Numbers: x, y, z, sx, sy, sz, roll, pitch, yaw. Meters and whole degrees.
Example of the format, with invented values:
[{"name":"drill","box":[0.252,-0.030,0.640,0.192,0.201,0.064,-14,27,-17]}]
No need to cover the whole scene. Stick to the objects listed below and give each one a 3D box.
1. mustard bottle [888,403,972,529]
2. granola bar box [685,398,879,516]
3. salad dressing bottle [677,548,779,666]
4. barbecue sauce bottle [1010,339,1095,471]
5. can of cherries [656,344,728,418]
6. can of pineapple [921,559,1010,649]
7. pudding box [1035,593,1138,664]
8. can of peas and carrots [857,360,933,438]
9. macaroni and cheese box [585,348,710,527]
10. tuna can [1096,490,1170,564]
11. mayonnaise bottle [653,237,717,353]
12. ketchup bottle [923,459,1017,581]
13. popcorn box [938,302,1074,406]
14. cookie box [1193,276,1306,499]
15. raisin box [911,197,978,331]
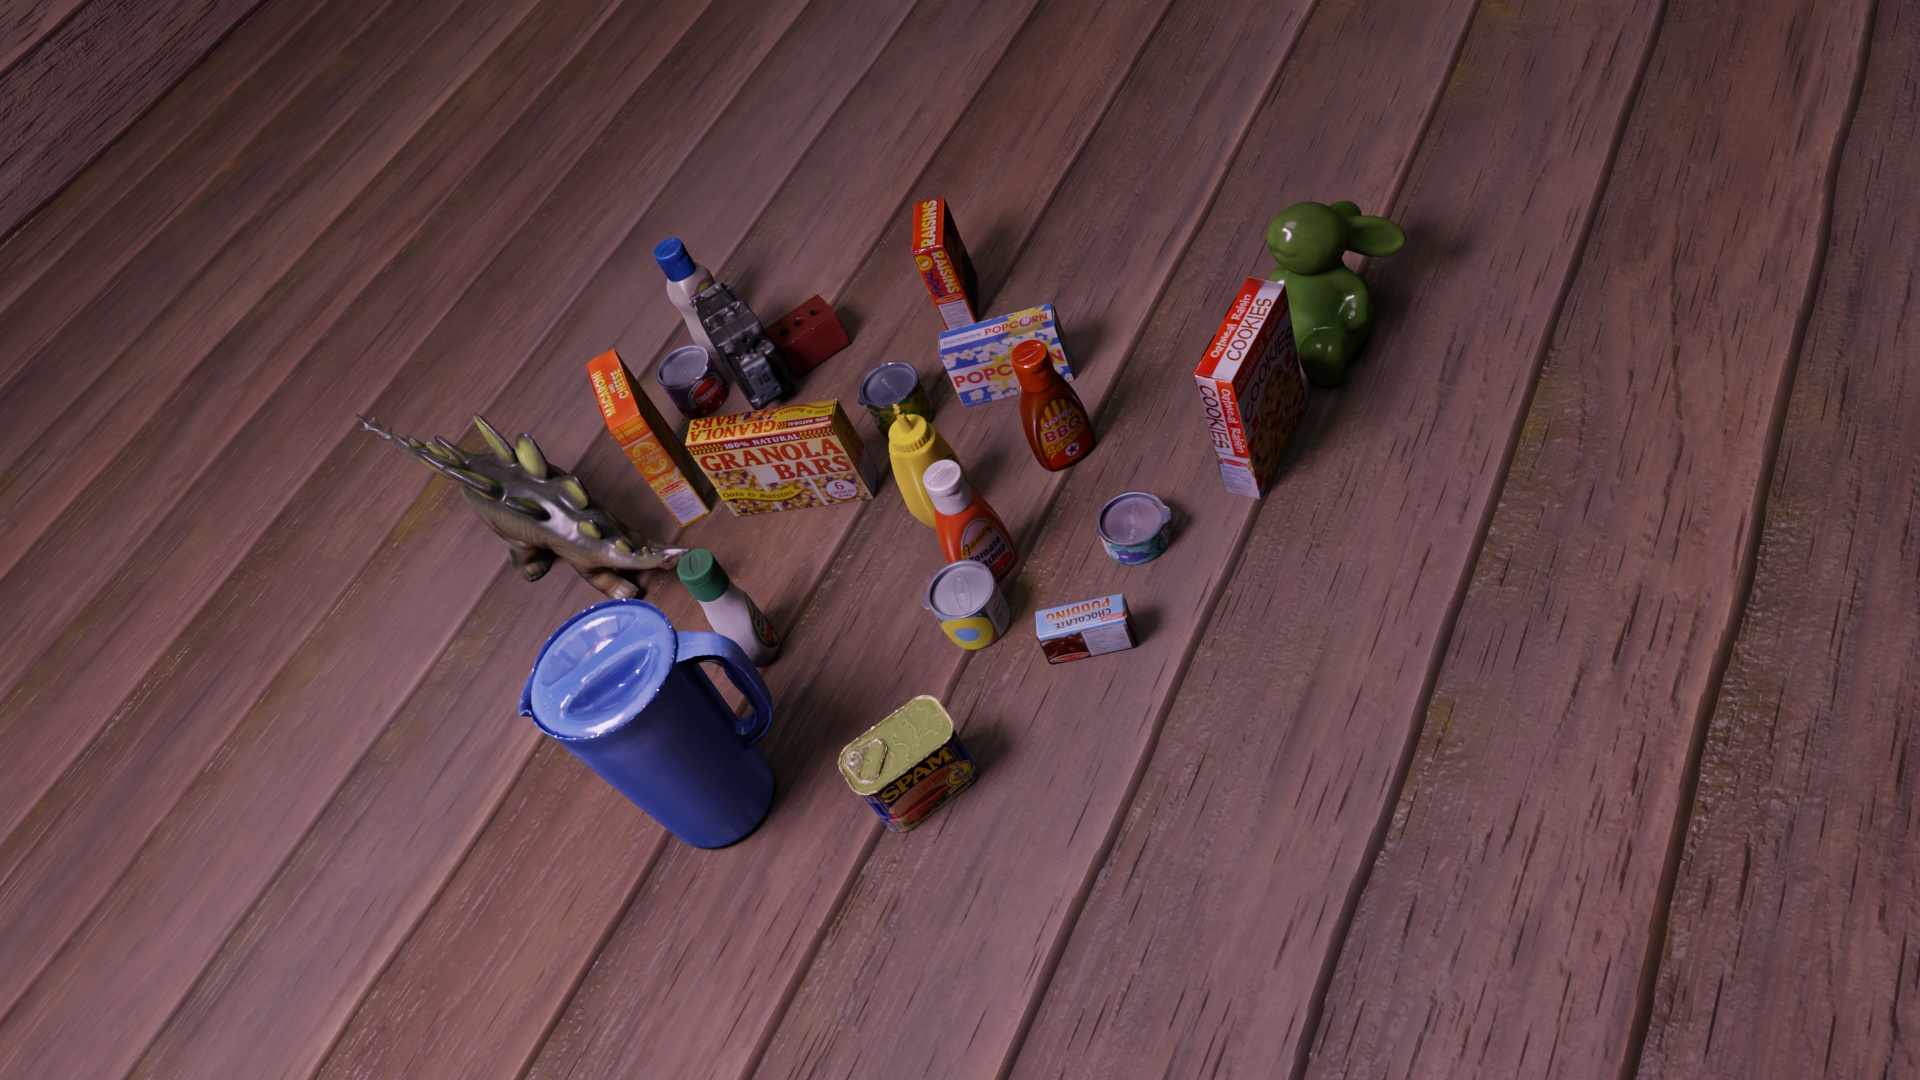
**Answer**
[{"name":"mustard bottle","box":[-0.036,-0.076,1.359,0.049,0.159,0.065,23,65,34]},{"name":"granola bar box","box":[-0.185,-0.084,1.449,0.165,0.123,0.039,-7,52,17]},{"name":"salad dressing bottle","box":[-0.222,0.065,1.331,0.044,0.147,0.064,-23,49,4]},{"name":"barbecue sauce bottle","box":[0.086,-0.134,1.363,0.065,0.148,0.044,-33,49,-5]},{"name":"can of cherries","box":[-0.311,-0.184,1.624,0.071,0.058,0.072,-11,50,14]},{"name":"can of pineapple","box":[0.006,0.061,1.301,0.071,0.057,0.071,-11,50,14]},{"name":"pudding box","box":[0.113,0.080,1.249,0.083,0.049,0.030,-13,50,12]},{"name":"can of peas and carrots","box":[-0.070,-0.149,1.498,0.071,0.058,0.071,-11,50,14]},{"name":"macaroni and cheese box","box":[-0.338,-0.109,1.503,0.040,0.165,0.124,-29,48,-2]},{"name":"tuna can","box":[0.166,-0.012,1.311,0.071,0.032,0.071,-11,50,14]},{"name":"mayonnaise bottle","box":[-0.315,-0.293,1.652,0.041,0.147,0.065,14,60,30]},{"name":"ketchup bottle","box":[0.005,-0.016,1.303,0.065,0.148,0.043,-39,49,-10]},{"name":"popcorn box","box":[0.049,-0.195,1.469,0.126,0.085,0.038,-13,50,12]},{"name":"cookie box","box":[0.269,-0.139,1.280,0.040,0.166,0.123,15,61,31]},{"name":"raisin box","box":[-0.017,-0.310,1.561,0.040,0.123,0.086,-10,51,15]}]
